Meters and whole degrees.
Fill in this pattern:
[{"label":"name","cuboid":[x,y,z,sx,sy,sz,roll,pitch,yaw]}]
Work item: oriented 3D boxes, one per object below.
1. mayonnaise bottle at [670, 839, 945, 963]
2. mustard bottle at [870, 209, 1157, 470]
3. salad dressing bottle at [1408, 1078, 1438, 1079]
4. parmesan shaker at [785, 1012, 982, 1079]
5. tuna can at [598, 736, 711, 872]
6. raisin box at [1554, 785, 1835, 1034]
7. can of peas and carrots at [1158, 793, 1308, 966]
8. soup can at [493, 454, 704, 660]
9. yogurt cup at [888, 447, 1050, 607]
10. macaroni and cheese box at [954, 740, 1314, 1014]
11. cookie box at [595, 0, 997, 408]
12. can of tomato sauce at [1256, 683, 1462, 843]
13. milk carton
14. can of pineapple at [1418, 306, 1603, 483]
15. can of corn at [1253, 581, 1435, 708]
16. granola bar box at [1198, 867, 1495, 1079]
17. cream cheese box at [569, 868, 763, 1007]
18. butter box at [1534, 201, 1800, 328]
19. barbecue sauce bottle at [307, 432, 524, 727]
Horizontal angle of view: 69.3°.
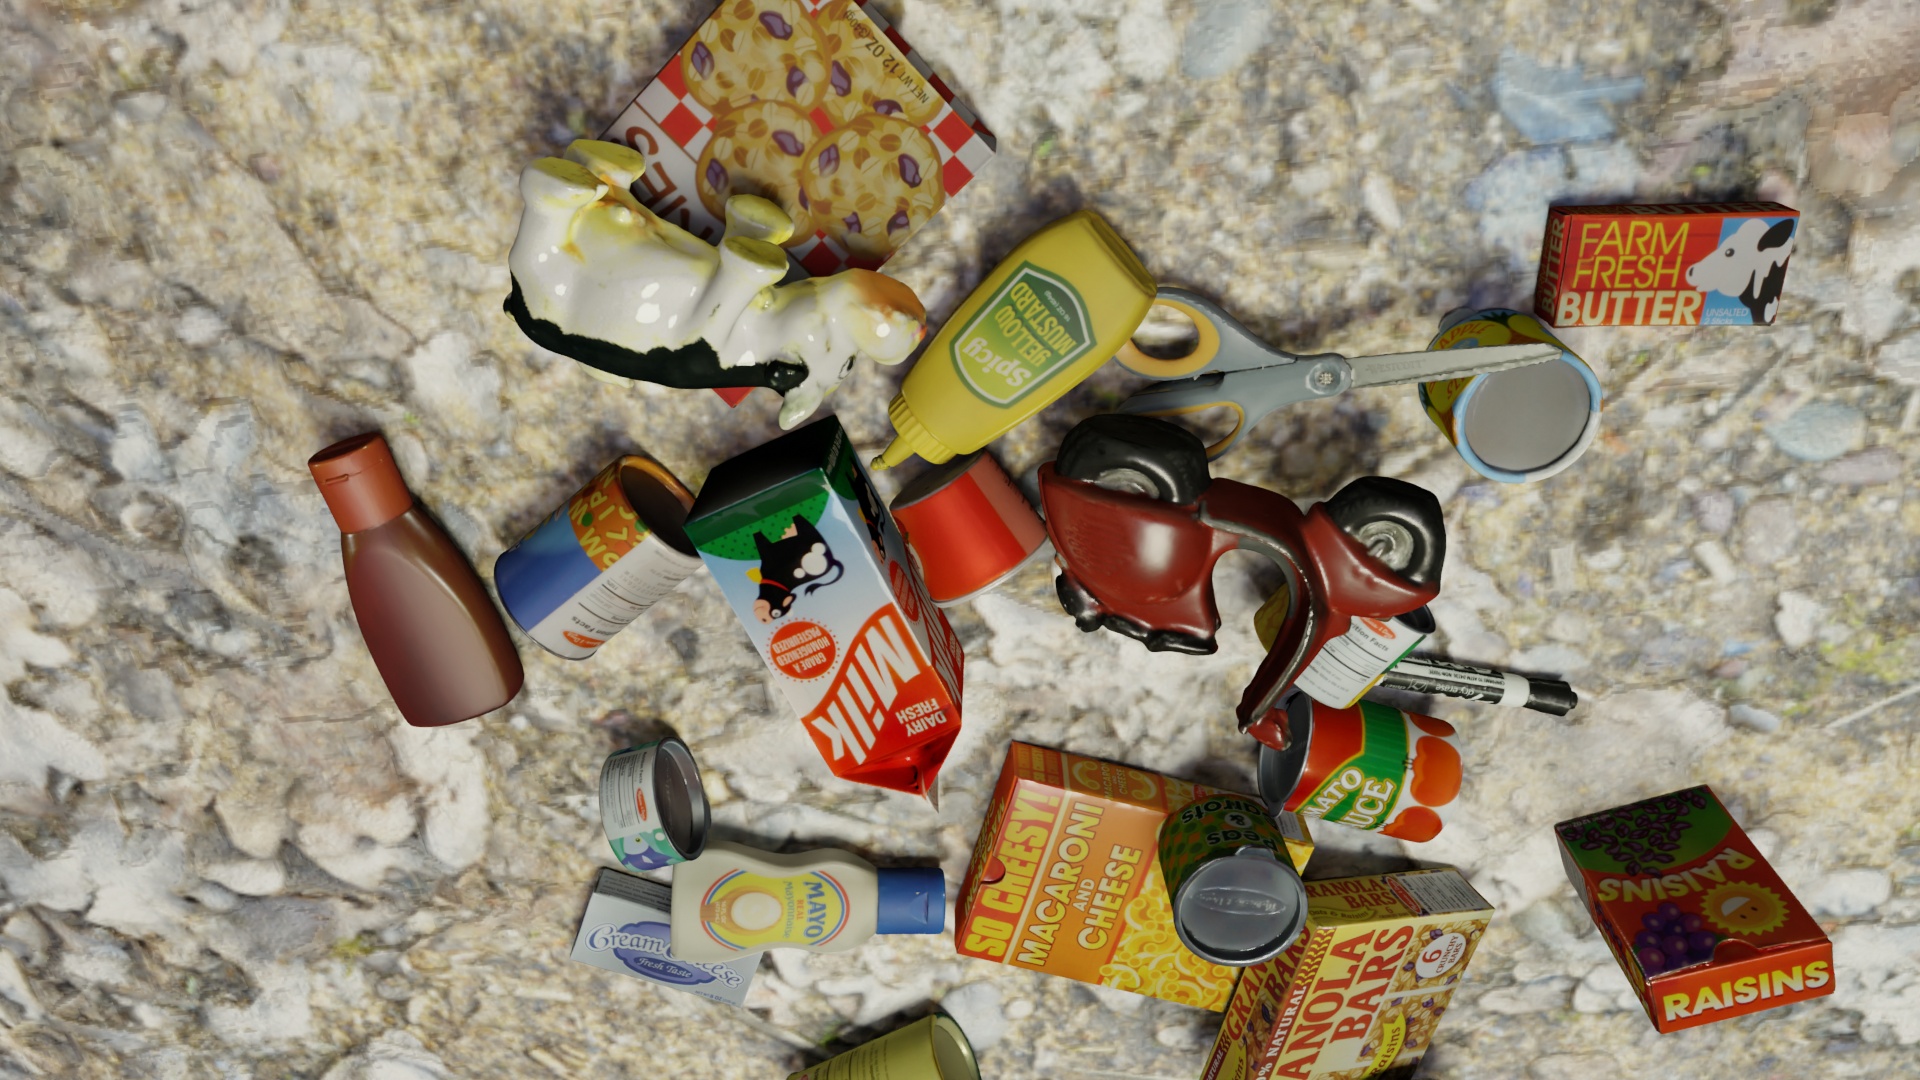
[{"label":"mayonnaise bottle","cuboid":[-0.083,0.199,0.766,0.148,0.041,0.064,1,89,-6]},{"label":"mustard bottle","cuboid":[0.015,-0.079,0.635,0.159,0.049,0.065,-41,91,22]},{"label":"salad dressing bottle","cuboid":[0.218,0.334,0.770,0.148,0.044,0.064,3,117,-25]},{"label":"parmesan shaker","cuboid":[-0.044,0.331,0.817,0.103,0.071,0.071,-27,112,12]},{"label":"tuna can","cuboid":[-0.161,0.140,0.735,0.033,0.071,0.070,-15,114,9]},{"label":"raisin box","cuboid":[0.373,0.186,0.715,0.086,0.124,0.040,-17,114,9]},{"label":"can of peas and carrots","cuboid":[0.136,0.168,0.702,0.071,0.059,0.070,0,110,-1]},{"label":"soup can","cuboid":[-0.173,0.006,0.673,0.083,0.071,0.071,-37,109,16]},{"label":"yogurt cup","cuboid":[0.002,-0.008,0.664,0.072,0.072,0.054,-29,103,14]},{"label":"macaroni and cheese box","cuboid":[0.092,0.187,0.765,0.166,0.040,0.123,14,113,-6]},{"label":"cookie box","cuboid":[-0.086,-0.158,0.607,0.167,0.040,0.123,-41,108,18]},{"label":"can of tomato sauce","cuboid":[0.204,0.116,0.714,0.083,0.071,0.071,15,115,-6]},{"label":"milk carton","cuboid":[-0.052,0.044,0.683,0.073,0.072,0.190,-23,113,11]},{"label":"can of pineapple","cuboid":[0.249,-0.067,0.635,0.071,0.058,0.070,0,115,1]},{"label":"can of corn","cuboid":[0.187,0.039,0.681,0.071,0.071,0.058,33,117,-14]},{"label":"granola bar box","cuboid":[0.211,0.261,0.777,0.124,0.039,0.164,2,117,-25]},{"label":"cream cheese box","cuboid":[-0.166,0.228,0.797,0.104,0.024,0.053,19,113,-8]},{"label":"butter box","cuboid":[0.317,-0.124,0.626,0.103,0.024,0.053,0,116,1]},{"label":"barbecue sauce bottle","cuboid":[-0.275,0.020,0.692,0.065,0.044,0.148,-14,113,7]}]
